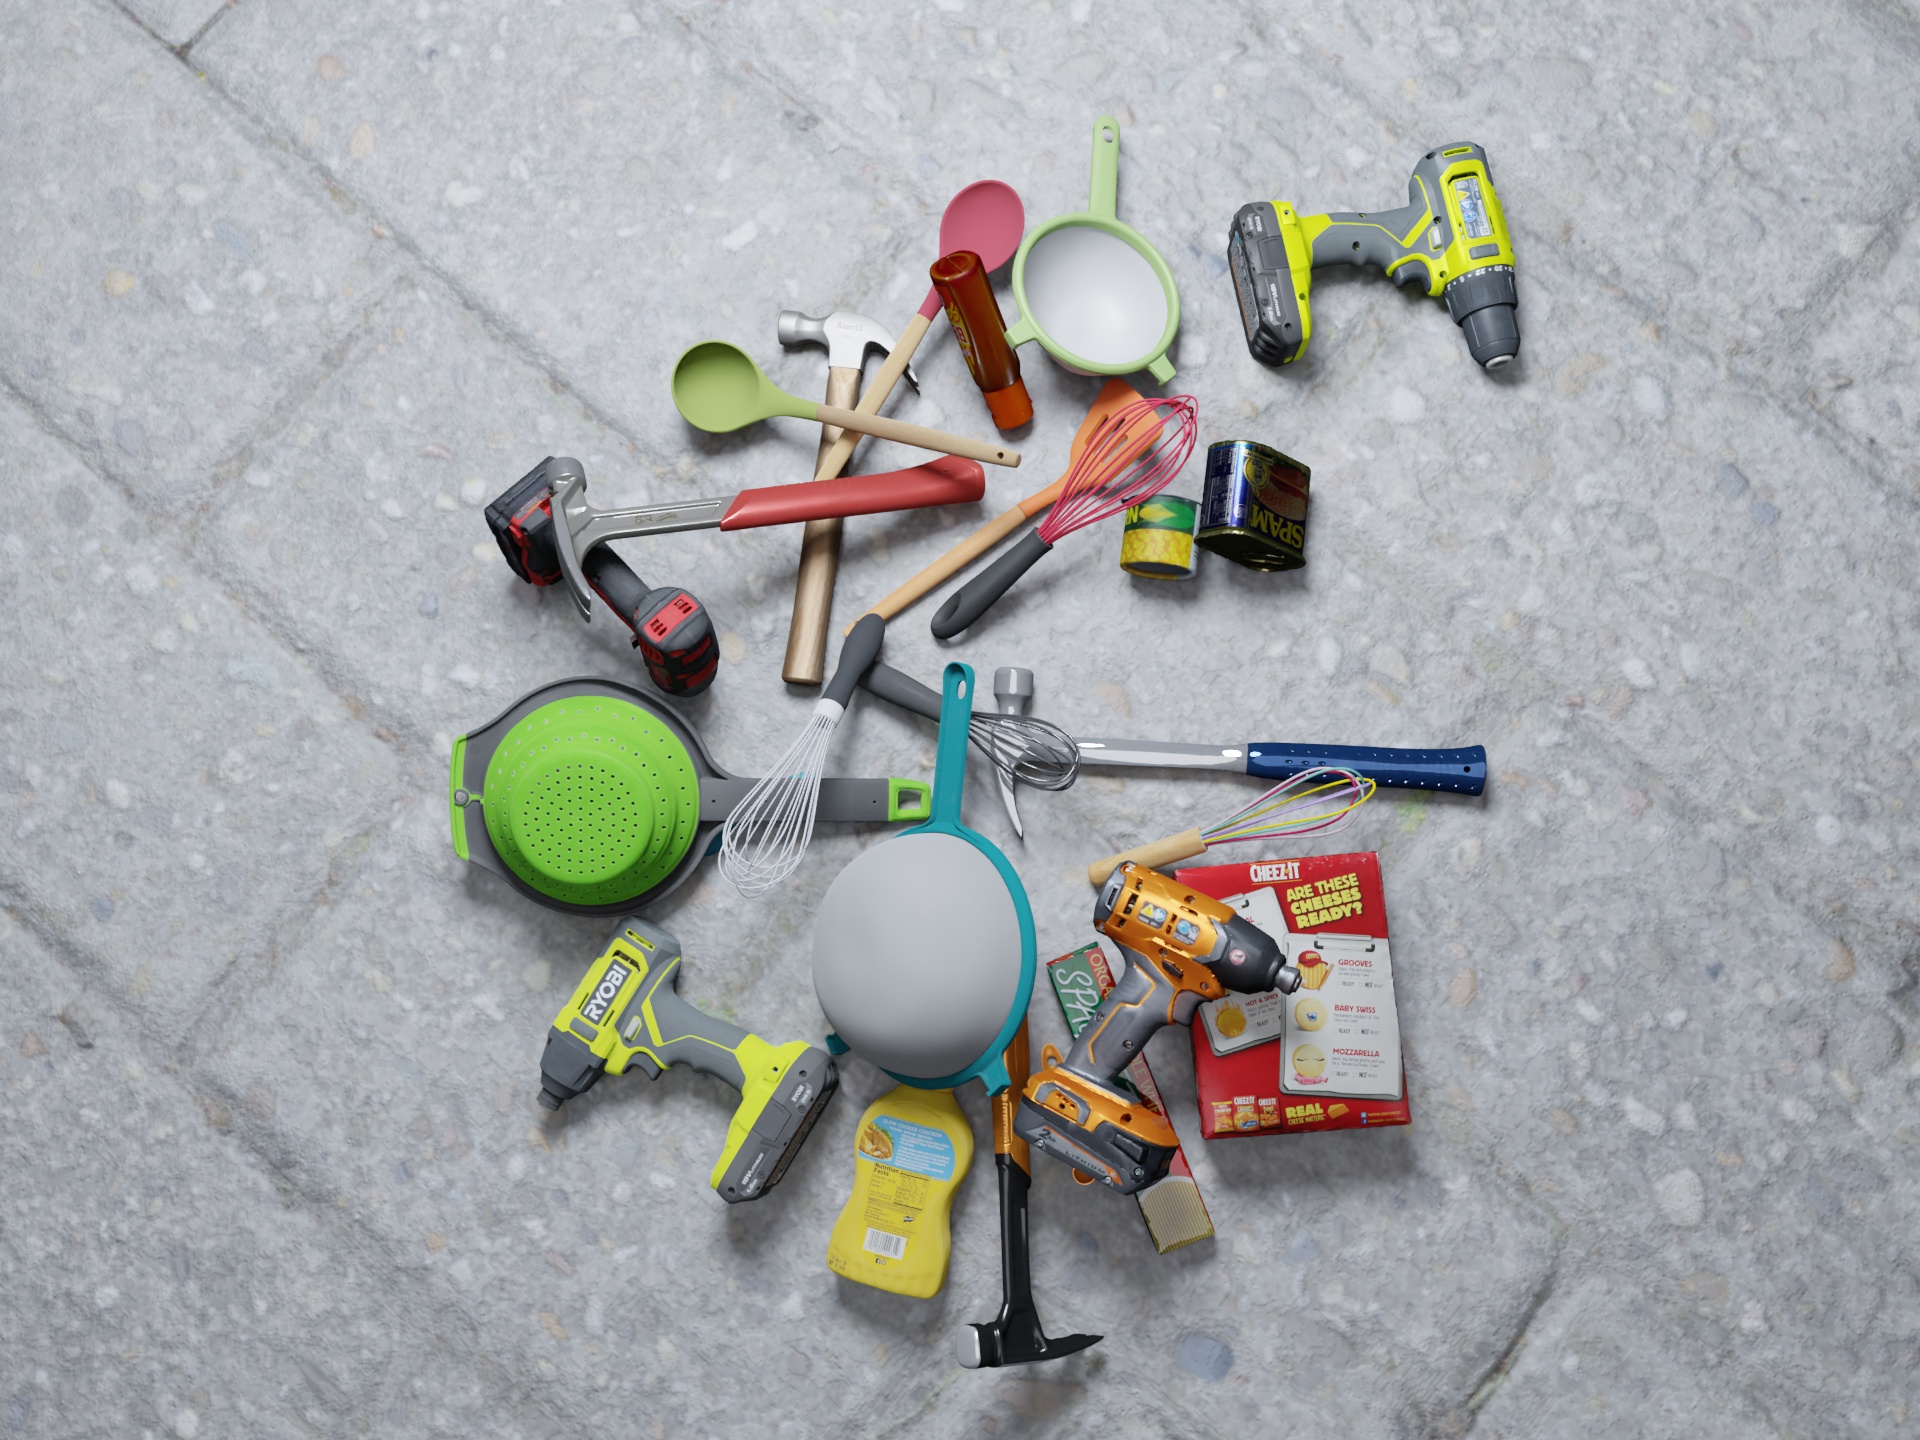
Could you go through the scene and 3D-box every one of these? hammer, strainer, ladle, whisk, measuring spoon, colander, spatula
[{"bbox_3d":[0.226,0.037,1.322,0.405,0.035,0.144,3,82,5],"label":"hammer"},{"bbox_3d":[0.048,0.336,1.278,0.127,0.034,0.337,9,71,-36],"label":"hammer"},{"bbox_3d":[-0.148,-0.169,1.299,0.359,0.036,0.149,-9,59,-18],"label":"hammer"},{"bbox_3d":[0.111,-0.401,1.378,0.151,0.069,0.256,10,70,-15],"label":"strainer"},{"bbox_3d":[-0.100,-0.252,1.324,0.320,0.062,0.078,17,97,22],"label":"ladle"},{"bbox_3d":[0.083,-0.164,1.317,0.296,0.073,0.073,-41,81,19],"label":"whisk"},{"bbox_3d":[-0.181,0.075,1.353,0.128,0.021,0.042,-27,81,2],"label":"measuring spoon"},{"bbox_3d":[0.088,0.323,1.308,0.021,0.011,0.117,-17,78,4],"label":"measuring spoon"},{"bbox_3d":[-0.003,-0.005,1.316,0.239,0.055,0.055,25,85,25],"label":"whisk"},{"bbox_3d":[-0.219,0.071,1.290,0.397,0.094,0.204,0,98,-6],"label":"colander"},{"bbox_3d":[-0.042,0.118,1.245,0.211,0.095,0.340,3,85,42],"label":"strainer"},{"bbox_3d":[-0.044,-0.322,1.363,0.069,0.031,0.315,32,88,-3],"label":"ladle"},{"bbox_3d":[-0.119,0.021,1.279,0.070,0.070,0.285,20,56,7],"label":"whisk"},{"bbox_3d":[0.030,-0.170,1.363,0.322,0.041,0.081,-36,58,1],"label":"spatula"},{"bbox_3d":[-0.113,-0.194,1.382,0.130,0.031,0.331,6,83,6],"label":"hammer"},{"bbox_3d":[0.215,0.090,1.283,0.245,0.051,0.047,-21,47,19],"label":"whisk"}]

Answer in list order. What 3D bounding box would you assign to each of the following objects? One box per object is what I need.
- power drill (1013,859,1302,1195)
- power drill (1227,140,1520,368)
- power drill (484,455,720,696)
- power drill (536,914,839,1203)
[{"bbox_3d":[0.151,0.241,1.216,0.164,0.084,0.226,23,90,23],"label":"power drill"},{"bbox_3d":[0.356,-0.376,1.350,0.228,0.080,0.191,-11,81,0],"label":"power drill"},{"bbox_3d":[-0.289,-0.107,1.334,0.220,0.143,0.078,41,73,14],"label":"power drill"},{"bbox_3d":[-0.228,0.288,1.304,0.223,0.080,0.171,31,86,11],"label":"power drill"}]
